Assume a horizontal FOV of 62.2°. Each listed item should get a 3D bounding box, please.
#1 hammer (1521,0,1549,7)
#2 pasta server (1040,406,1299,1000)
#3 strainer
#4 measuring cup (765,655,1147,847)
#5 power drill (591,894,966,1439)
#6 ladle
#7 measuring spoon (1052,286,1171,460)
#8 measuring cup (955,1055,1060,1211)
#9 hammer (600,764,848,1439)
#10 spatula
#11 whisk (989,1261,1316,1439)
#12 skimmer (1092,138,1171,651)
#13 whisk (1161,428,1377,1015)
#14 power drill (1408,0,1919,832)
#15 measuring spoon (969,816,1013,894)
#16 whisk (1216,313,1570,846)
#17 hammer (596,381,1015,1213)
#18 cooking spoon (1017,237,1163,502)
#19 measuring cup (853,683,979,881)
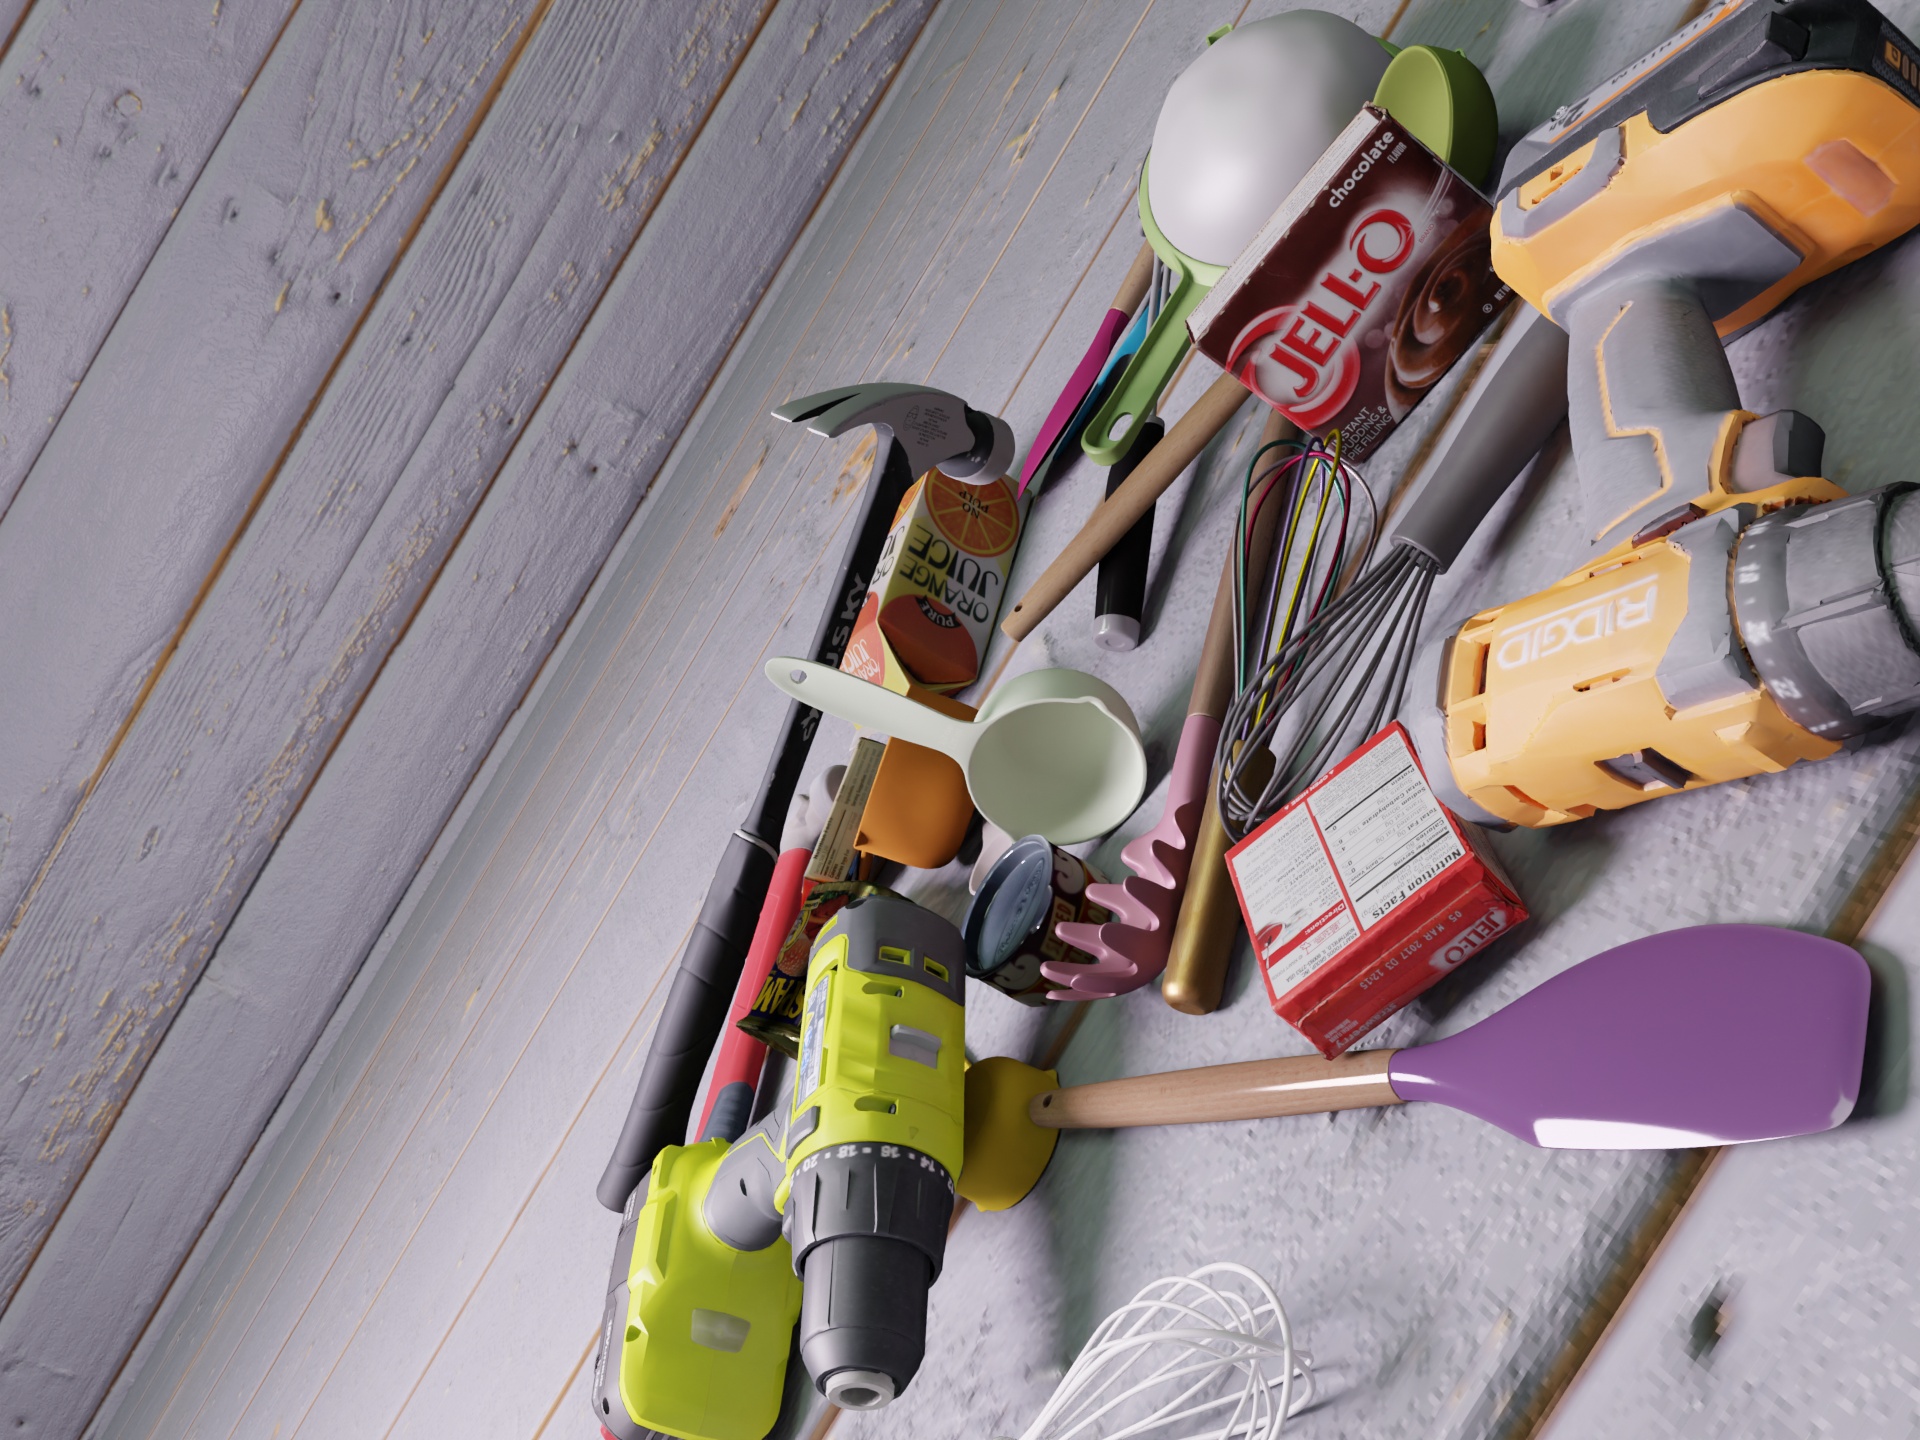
[{"bbox_3d":[0.307,-0.295,0.536,0.144,0.035,0.406,-52,21,21],"label":"hammer"},{"bbox_3d":[0.099,-0.024,0.652,0.060,0.040,0.316,-48,19,59],"label":"pasta server"},{"bbox_3d":[0.119,-0.244,0.760,0.152,0.069,0.256,26,82,37],"label":"strainer"},{"bbox_3d":[-0.001,-0.002,0.676,0.038,0.167,0.083,-82,15,-58],"label":"measuring cup"},{"bbox_3d":[-0.069,0.204,0.631,0.228,0.080,0.191,-53,23,38],"label":"power drill"},{"bbox_3d":[0.119,-0.161,0.722,0.320,0.062,0.078,-48,29,15],"label":"ladle"},{"bbox_3d":[0.094,-0.200,0.949,0.128,0.021,0.042,-56,1,37],"label":"measuring spoon"},{"bbox_3d":[-0.006,0.152,0.664,0.062,0.029,0.157,-61,23,-4],"label":"measuring cup"},{"bbox_3d":[-0.132,0.205,0.882,0.143,0.038,0.387,-42,26,43],"label":"hammer"},{"bbox_3d":[0.113,0.104,0.469,0.316,0.018,0.060,-27,33,54],"label":"spatula"},{"bbox_3d":[0.020,0.228,0.481,0.246,0.057,0.059,-49,30,39],"label":"whisk"},{"bbox_3d":[0.128,-0.194,0.832,0.127,0.090,0.363,-34,42,59],"label":"skimmer"},{"bbox_3d":[0.112,-0.009,0.595,0.047,0.051,0.245,-18,48,54],"label":"whisk"},{"bbox_3d":[0.213,-0.090,0.417,0.185,0.084,0.226,-26,43,56],"label":"power drill"},{"bbox_3d":[0.023,0.047,0.775,0.034,0.018,0.124,-50,15,25],"label":"measuring spoon"},{"bbox_3d":[0.160,-0.056,0.546,0.239,0.055,0.055,-55,20,-3],"label":"whisk"},{"bbox_3d":[-0.089,0.041,0.725,0.036,0.149,0.409,26,100,27],"label":"hammer"},{"bbox_3d":[0.110,-0.272,0.986,0.319,0.017,0.068,-61,1,-10],"label":"cooking spoon"},{"bbox_3d":[-0.022,0.053,0.833,0.173,0.052,0.095,105,-177,-56],"label":"measuring cup"}]
